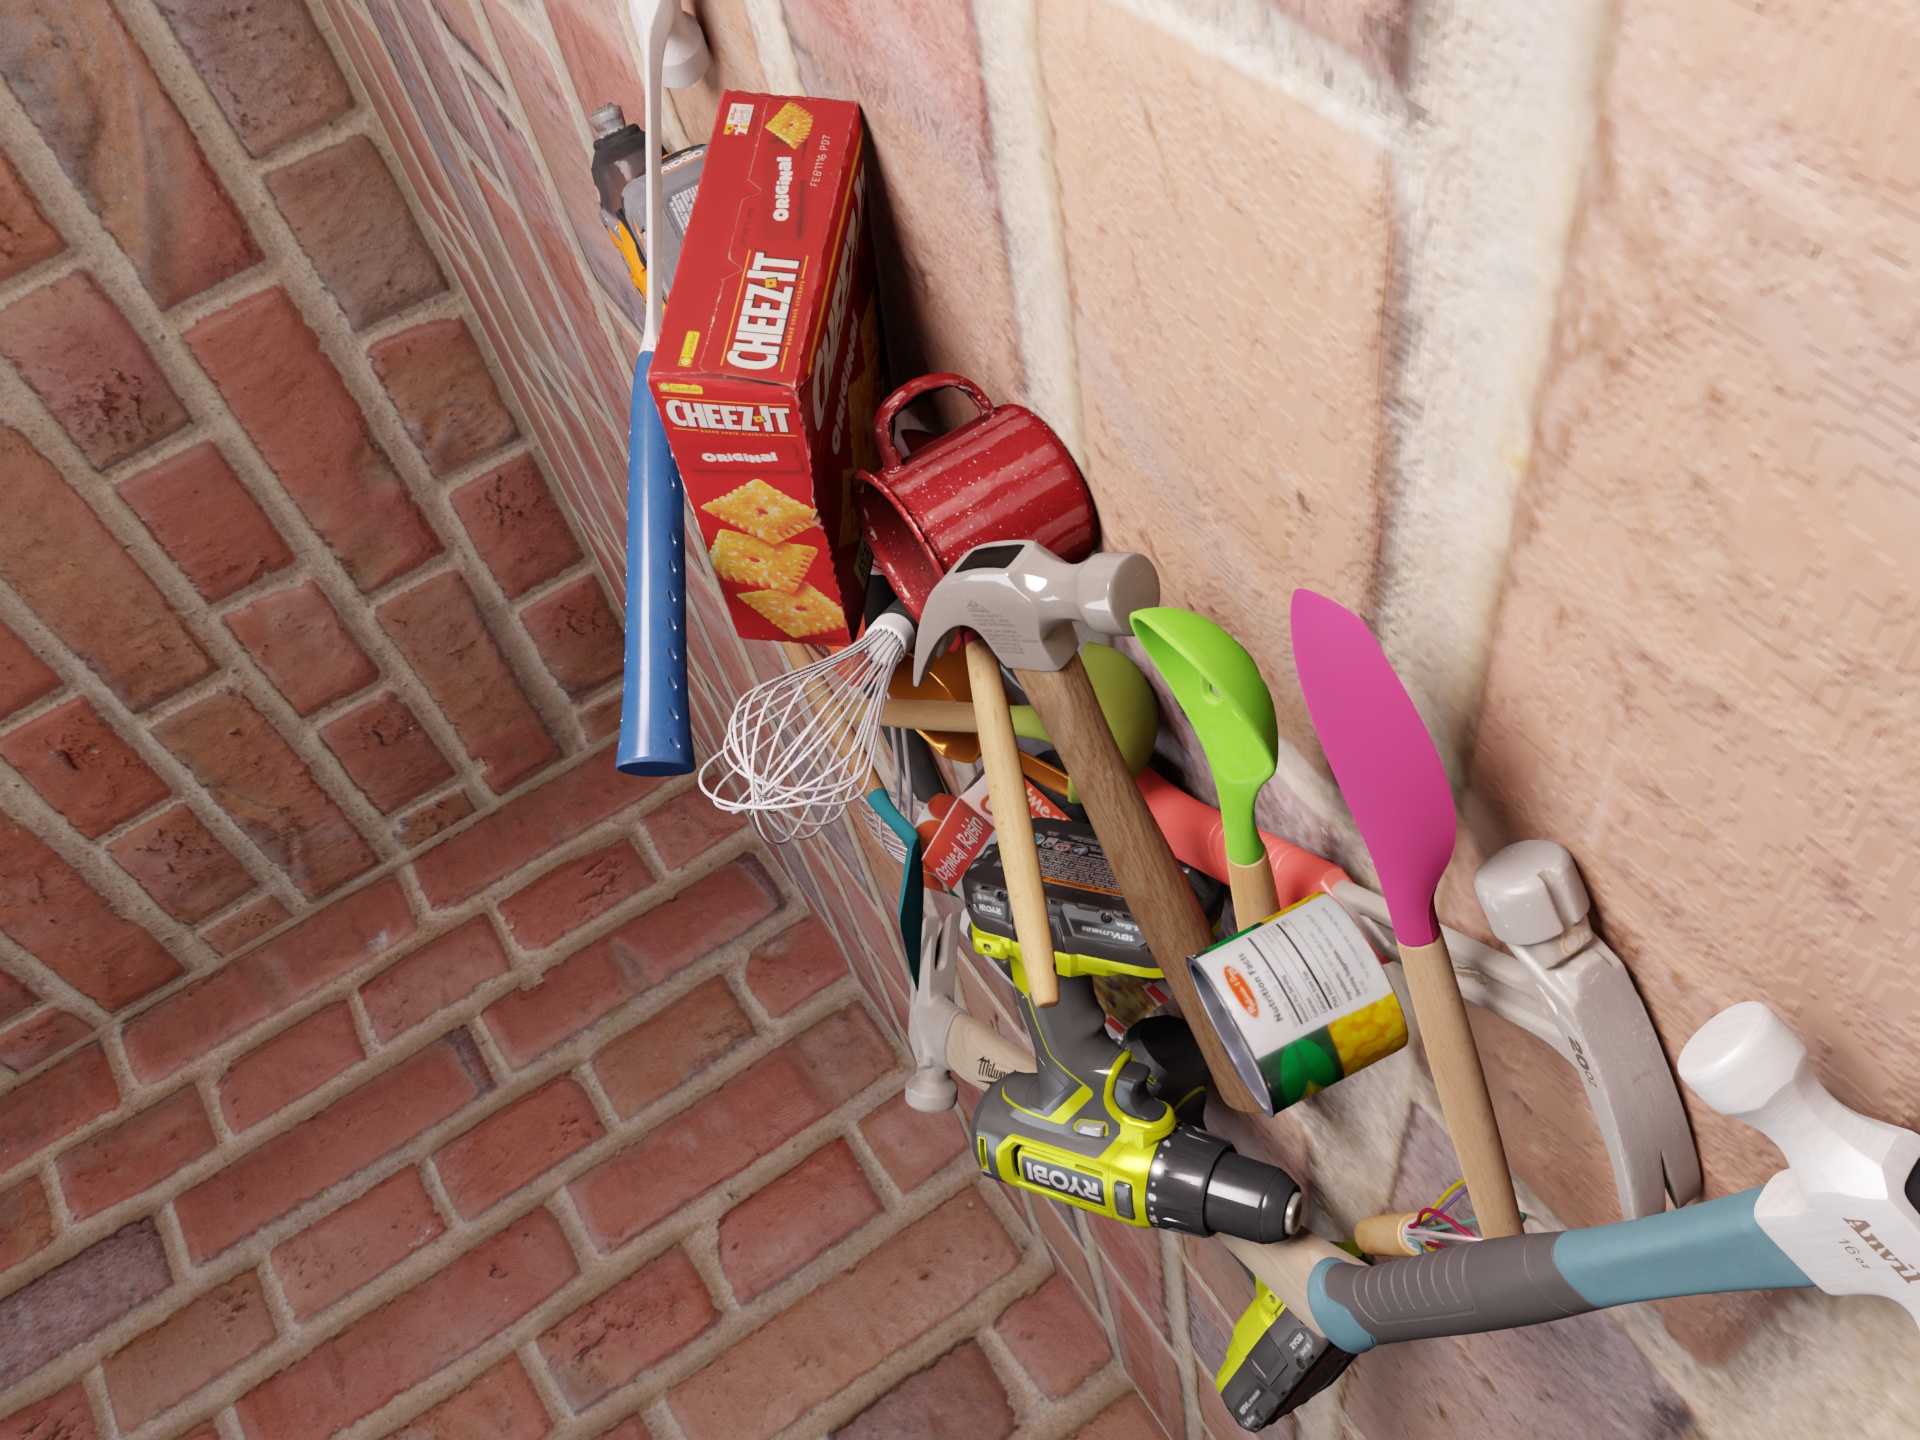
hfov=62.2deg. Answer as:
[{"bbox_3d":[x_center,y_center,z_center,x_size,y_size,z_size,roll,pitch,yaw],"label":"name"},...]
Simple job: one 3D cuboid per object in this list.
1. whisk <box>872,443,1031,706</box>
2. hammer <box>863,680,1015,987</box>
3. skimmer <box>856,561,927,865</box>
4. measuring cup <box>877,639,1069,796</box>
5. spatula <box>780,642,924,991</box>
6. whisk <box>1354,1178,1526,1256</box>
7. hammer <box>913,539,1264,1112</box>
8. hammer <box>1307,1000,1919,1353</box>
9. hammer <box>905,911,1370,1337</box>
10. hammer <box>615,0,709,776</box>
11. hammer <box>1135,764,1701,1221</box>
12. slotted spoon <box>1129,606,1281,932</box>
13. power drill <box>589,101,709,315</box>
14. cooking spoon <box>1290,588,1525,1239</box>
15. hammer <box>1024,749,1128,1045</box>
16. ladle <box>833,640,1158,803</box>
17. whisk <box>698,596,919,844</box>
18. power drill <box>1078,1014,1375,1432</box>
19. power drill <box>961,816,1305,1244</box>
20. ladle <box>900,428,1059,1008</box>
[{"bbox_3d":[-0.013,-0.079,0.903,0.296,0.073,0.073,48,165,14],"label":"whisk"},{"bbox_3d":[-0.013,0.084,1.321,0.146,0.035,0.334,38,156,59],"label":"hammer"},{"bbox_3d":[-0.026,-0.005,1.102,0.127,0.090,0.362,24,145,22],"label":"skimmer"},{"bbox_3d":[0.027,-0.006,0.942,0.174,0.052,0.095,30,152,35],"label":"measuring cup"},{"bbox_3d":[-0.077,0.037,1.076,0.082,0.044,0.318,79,164,-49],"label":"spatula"},{"bbox_3d":[0.229,0.255,0.776,0.047,0.051,0.244,50,168,14],"label":"whisk"},{"bbox_3d":[0.077,0.060,0.699,0.130,0.031,0.331,8,136,43],"label":"hammer"},{"bbox_3d":[0.207,0.190,0.550,0.128,0.033,0.331,46,152,7],"label":"hammer"},{"bbox_3d":[0.094,0.250,0.998,0.411,0.038,0.146,21,111,51],"label":"hammer"},{"bbox_3d":[-0.144,-0.178,0.736,0.144,0.035,0.406,78,-171,-79],"label":"hammer"},{"bbox_3d":[0.152,0.080,0.676,0.149,0.037,0.359,63,166,-19],"label":"hammer"},{"bbox_3d":[0.117,0.066,0.640,0.070,0.031,0.313,46,164,43],"label":"slotted spoon"},{"bbox_3d":[-0.164,-0.287,0.940,0.164,0.084,0.227,65,170,-24],"label":"power drill"},{"bbox_3d":[0.163,0.092,0.546,0.069,0.017,0.318,42,159,59],"label":"cooking spoon"},{"bbox_3d":[0.099,0.164,1.078,0.149,0.036,0.408,46,162,42],"label":"hammer"},{"bbox_3d":[-0.001,-0.003,0.867,0.320,0.062,0.078,4,87,58],"label":"ladle"},{"bbox_3d":[-0.043,-0.026,0.749,0.070,0.070,0.285,62,-154,-16],"label":"whisk"},{"bbox_3d":[0.157,0.323,1.016,0.223,0.080,0.171,49,134,33],"label":"power drill"},{"bbox_3d":[0.090,0.178,0.863,0.191,0.080,0.228,9,119,31],"label":"power drill"},{"bbox_3d":[0.012,-0.014,0.766,0.069,0.031,0.316,47,-152,-59],"label":"ladle"}]
